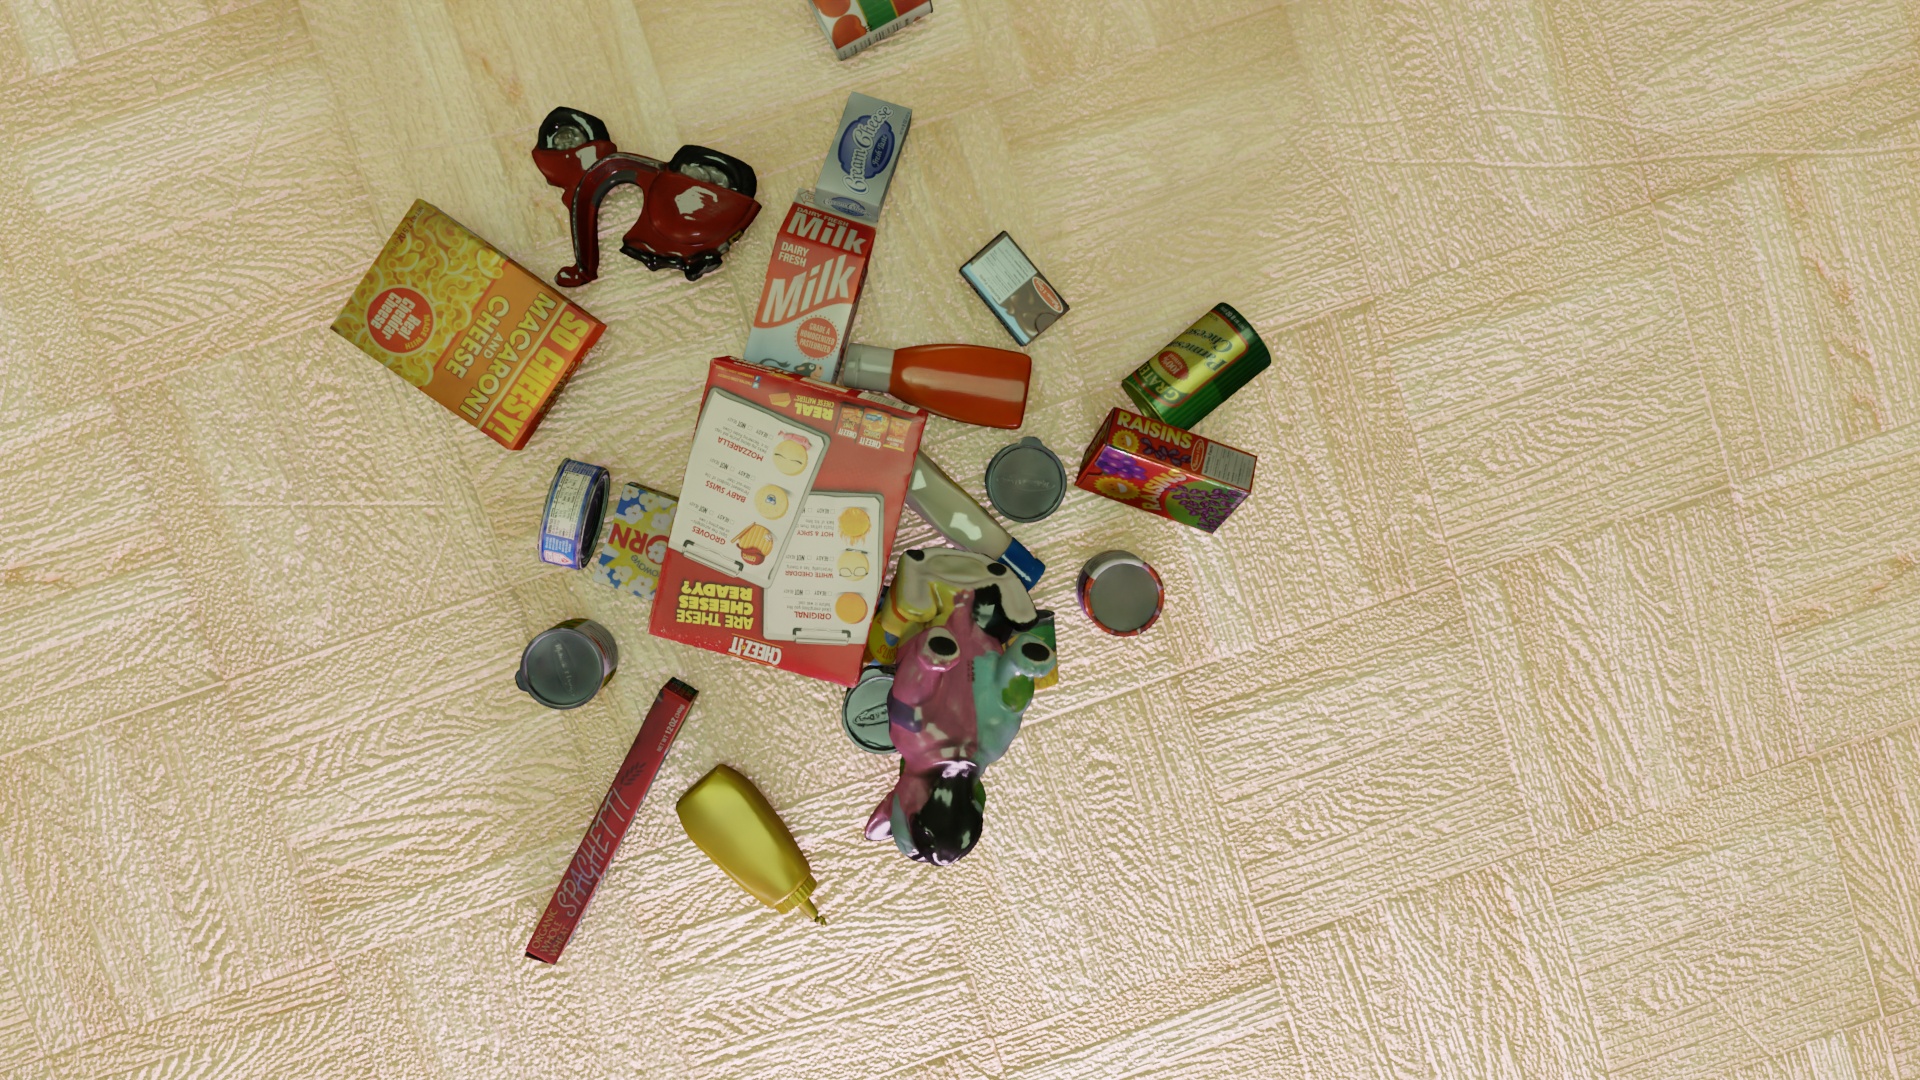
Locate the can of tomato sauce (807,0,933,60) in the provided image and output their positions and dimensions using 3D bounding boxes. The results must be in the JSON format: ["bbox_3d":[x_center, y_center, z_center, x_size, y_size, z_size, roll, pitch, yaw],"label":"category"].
[{"bbox_3d":[-0.074,-0.427,1.089,0.083,0.071,0.071,-28,96,1],"label":"can of tomato sauce"}]

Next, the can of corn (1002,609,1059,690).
[{"bbox_3d":[0.044,0.090,1.135,0.071,0.071,0.058,-5,96,-2],"label":"can of corn"}]

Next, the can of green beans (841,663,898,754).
[{"bbox_3d":[-0.063,0.136,1.138,0.071,0.058,0.071,0,95,-3],"label":"can of green beans"}]

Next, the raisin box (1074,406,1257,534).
[{"bbox_3d":[0.164,-0.055,1.118,0.123,0.085,0.040,19,66,-4],"label":"raisin box"}]

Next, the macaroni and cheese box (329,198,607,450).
[{"bbox_3d":[-0.381,-0.167,1.083,0.166,0.040,0.123,35,93,-3],"label":"macaroni and cheese box"}]

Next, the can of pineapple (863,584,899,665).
[{"bbox_3d":[-0.078,0.066,1.127,0.071,0.071,0.057,12,95,-4],"label":"can of pineapple"}]

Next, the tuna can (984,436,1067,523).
[{"bbox_3d":[0.053,-0.051,1.142,0.071,0.033,0.071,0,95,-3],"label":"tuna can"}]

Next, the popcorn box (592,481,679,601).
[{"bbox_3d":[-0.224,0.012,1.131,0.127,0.038,0.085,19,94,-4],"label":"popcorn box"}]

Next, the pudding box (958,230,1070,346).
[{"bbox_3d":[0.043,-0.204,1.131,0.049,0.030,0.083,-41,95,0],"label":"pudding box"}]

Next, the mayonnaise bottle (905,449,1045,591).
[{"bbox_3d":[0.004,-0.014,1.130,0.148,0.065,0.041,41,90,-9],"label":"mayonnaise bottle"}]

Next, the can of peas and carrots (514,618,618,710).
[{"bbox_3d":[-0.317,0.100,1.123,0.071,0.059,0.071,0,95,-2],"label":"can of peas and carrots"}]

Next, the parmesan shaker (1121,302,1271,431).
[{"bbox_3d":[0.190,-0.138,1.126,0.103,0.071,0.071,-39,95,1],"label":"parmesan shaker"}]

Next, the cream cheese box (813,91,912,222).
[{"bbox_3d":[-0.077,-0.303,1.098,0.053,0.024,0.104,16,64,-2],"label":"cream cheese box"}]

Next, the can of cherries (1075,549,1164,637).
[{"bbox_3d":[0.132,0.045,1.140,0.071,0.058,0.071,0,94,-2],"label":"can of cherries"}]

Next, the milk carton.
[{"bbox_3d":[-0.122,-0.178,1.103,0.072,0.073,0.190,17,93,-3],"label":"milk carton"}]

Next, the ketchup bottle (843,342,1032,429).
[{"bbox_3d":[-0.019,-0.131,1.126,0.149,0.043,0.064,9,93,-3],"label":"ketchup bottle"}]

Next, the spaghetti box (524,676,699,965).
[{"bbox_3d":[-0.285,0.230,1.140,0.029,0.050,0.250,28,93,-3],"label":"spaghetti box"}]

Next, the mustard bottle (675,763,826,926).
[{"bbox_3d":[-0.165,0.260,1.148,0.065,0.049,0.160,-39,96,1],"label":"mustard bottle"}]
